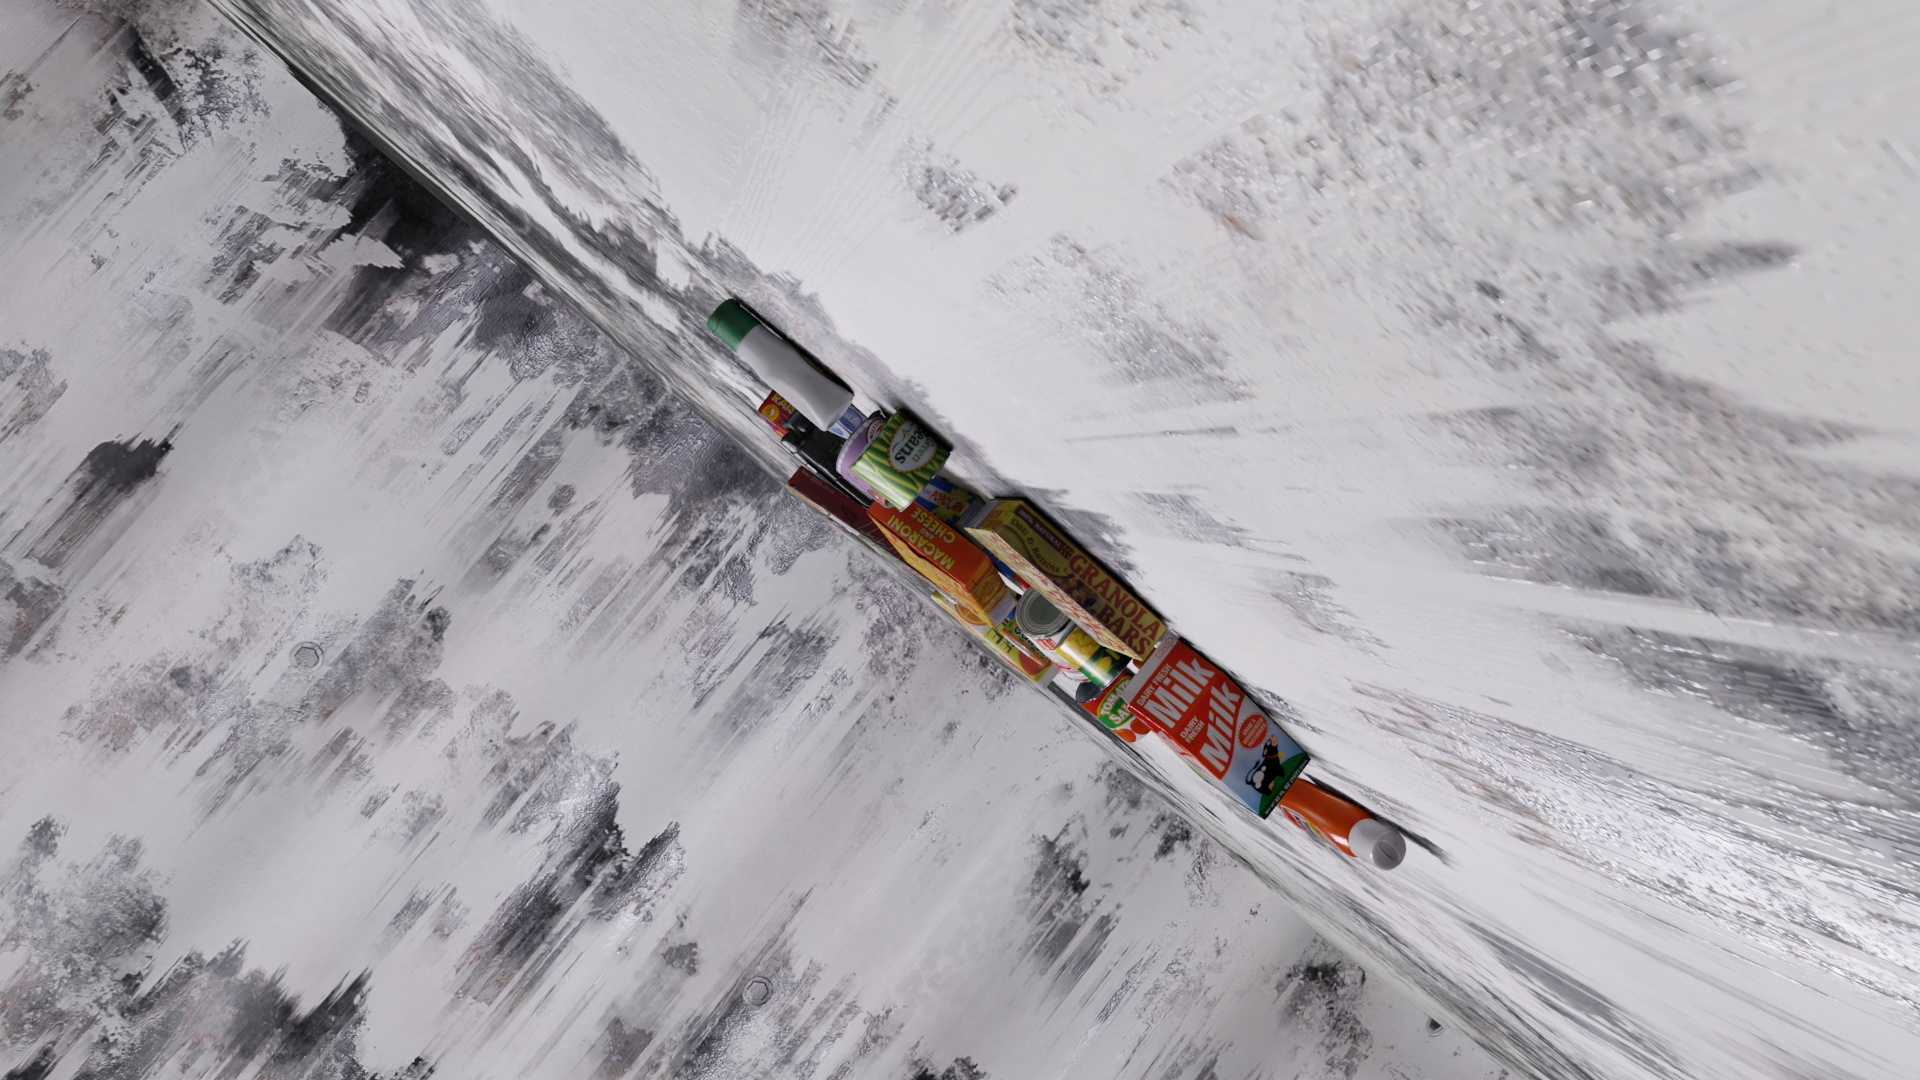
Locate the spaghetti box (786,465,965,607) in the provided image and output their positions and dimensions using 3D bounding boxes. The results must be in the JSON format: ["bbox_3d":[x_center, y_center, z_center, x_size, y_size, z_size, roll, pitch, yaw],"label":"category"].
[{"bbox_3d":[-0.084,-0.002,1.554,0.250,0.029,0.050,34,174,-6],"label":"spaghetti box"}]

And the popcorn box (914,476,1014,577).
[{"bbox_3d":[0.005,-0.017,1.352,0.085,0.038,0.127,44,173,-28],"label":"popcorn box"}]

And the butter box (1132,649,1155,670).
[{"bbox_3d":[0.210,0.136,1.309,0.053,0.024,0.103,42,174,-30],"label":"butter box"}]

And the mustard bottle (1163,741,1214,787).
[{"bbox_3d":[0.259,0.223,1.544,0.160,0.049,0.065,43,171,-33],"label":"mustard bottle"}]

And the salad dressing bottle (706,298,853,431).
[{"bbox_3d":[-0.168,-0.164,1.286,0.147,0.044,0.064,40,176,1],"label":"salad dressing bottle"}]

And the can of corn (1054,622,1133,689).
[{"bbox_3d":[0.131,0.094,1.289,0.058,0.071,0.071,39,174,1],"label":"can of corn"}]

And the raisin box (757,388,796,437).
[{"bbox_3d":[-0.179,-0.124,1.677,0.123,0.040,0.086,36,174,15],"label":"raisin box"}]

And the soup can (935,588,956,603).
[{"bbox_3d":[-0.016,0.025,1.689,0.083,0.071,0.071,42,173,-30],"label":"soup can"}]

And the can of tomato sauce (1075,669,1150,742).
[{"bbox_3d":[0.189,0.190,1.646,0.083,0.071,0.071,40,174,-15],"label":"can of tomato sauce"}]

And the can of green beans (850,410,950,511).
[{"bbox_3d":[-0.051,-0.068,1.176,0.058,0.071,0.071,41,174,-8],"label":"can of green beans"}]

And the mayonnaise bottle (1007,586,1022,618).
[{"bbox_3d":[0.036,0.049,1.638,0.065,0.041,0.147,33,171,33],"label":"mayonnaise bottle"}]

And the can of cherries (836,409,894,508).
[{"bbox_3d":[-0.068,-0.073,1.255,0.058,0.071,0.071,37,174,16],"label":"can of cherries"}]

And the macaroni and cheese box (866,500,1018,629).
[{"bbox_3d":[-0.015,0.019,1.342,0.124,0.040,0.166,37,174,20],"label":"macaroni and cheese box"}]

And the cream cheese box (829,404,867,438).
[{"bbox_3d":[-0.127,-0.128,1.394,0.053,0.024,0.104,42,174,-25],"label":"cream cheese box"}]

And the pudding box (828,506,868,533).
[{"bbox_3d":[-0.119,-0.049,1.653,0.030,0.084,0.049,40,173,-11],"label":"pudding box"}]

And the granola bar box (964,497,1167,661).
[{"bbox_3d":[0.088,0.030,1.185,0.165,0.039,0.124,40,175,-10],"label":"granola bar box"}]

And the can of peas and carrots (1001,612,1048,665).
[{"bbox_3d":[0.091,0.107,1.655,0.071,0.059,0.071,38,174,5],"label":"can of peas and carrots"}]

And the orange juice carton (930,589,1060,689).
[{"bbox_3d":[0.060,0.108,1.792,0.192,0.072,0.073,41,174,-11],"label":"orange juice carton"}]

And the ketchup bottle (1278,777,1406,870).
[{"bbox_3d":[0.356,0.265,1.289,0.064,0.043,0.149,41,173,-16],"label":"ketchup bottle"}]

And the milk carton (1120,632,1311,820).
[{"bbox_3d":[0.215,0.158,1.212,0.190,0.072,0.073,41,174,-30],"label":"milk carton"}]
